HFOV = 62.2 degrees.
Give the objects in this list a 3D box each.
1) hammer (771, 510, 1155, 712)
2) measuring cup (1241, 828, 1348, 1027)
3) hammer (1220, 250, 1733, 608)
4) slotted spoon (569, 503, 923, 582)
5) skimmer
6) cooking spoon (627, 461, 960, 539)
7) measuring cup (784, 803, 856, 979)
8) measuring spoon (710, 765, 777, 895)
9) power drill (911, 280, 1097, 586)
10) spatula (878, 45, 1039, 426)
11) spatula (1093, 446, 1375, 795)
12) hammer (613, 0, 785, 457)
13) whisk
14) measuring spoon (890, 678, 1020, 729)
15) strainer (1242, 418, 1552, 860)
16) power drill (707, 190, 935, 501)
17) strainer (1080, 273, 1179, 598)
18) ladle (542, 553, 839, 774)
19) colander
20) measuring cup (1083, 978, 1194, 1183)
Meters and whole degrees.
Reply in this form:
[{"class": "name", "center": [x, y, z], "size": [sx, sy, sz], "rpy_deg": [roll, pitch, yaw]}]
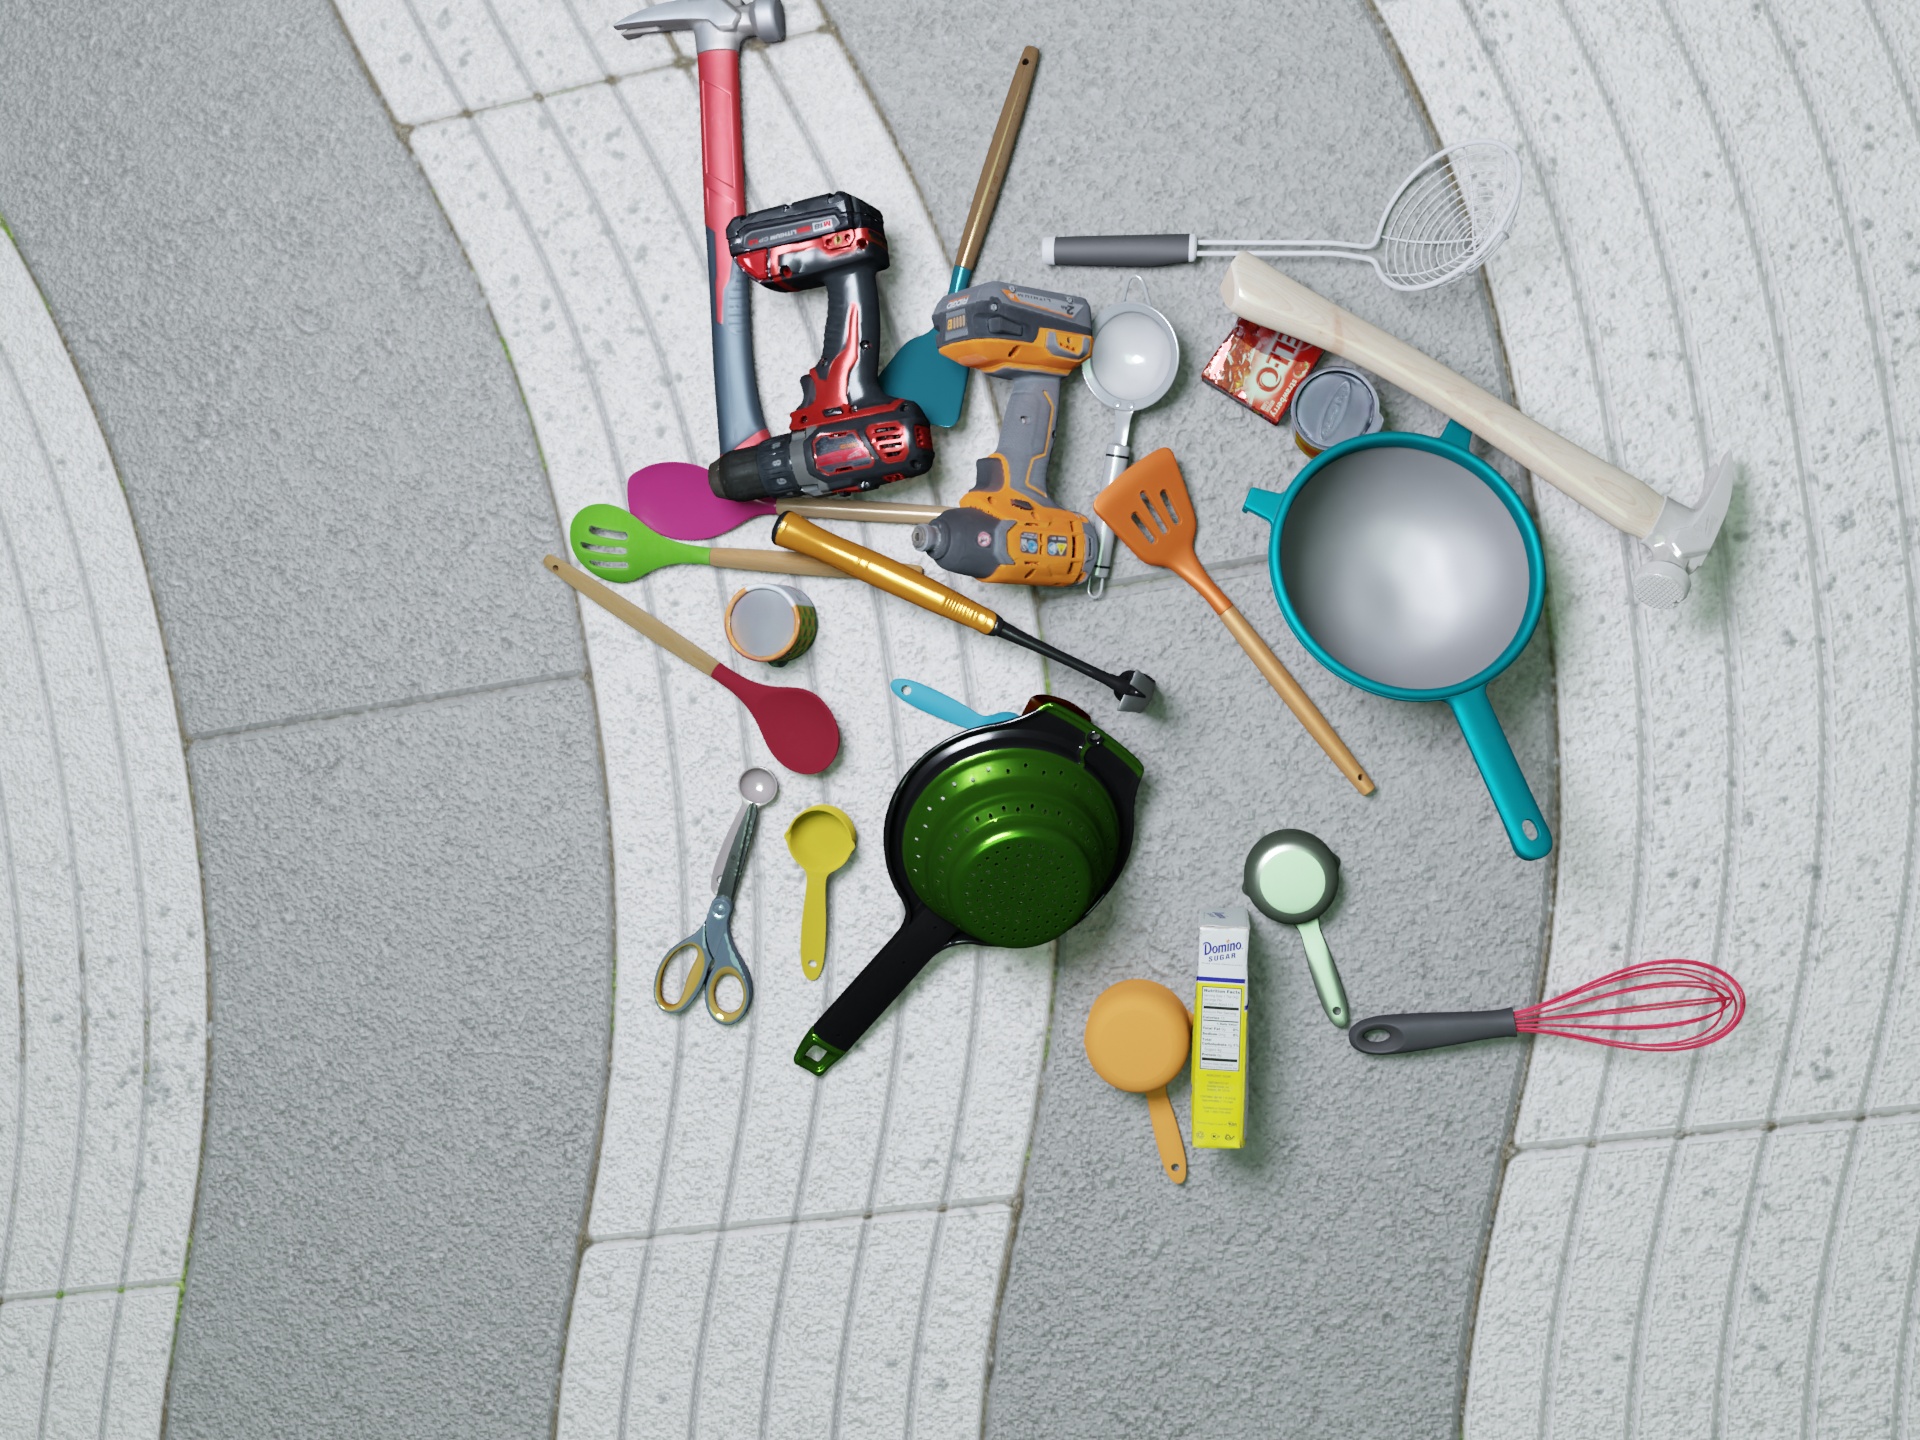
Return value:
[{"class": "hammer", "center": [-0.002, -0.089, 1.274], "size": [0.337, 0.127, 0.034], "rpy_deg": [25, 95, 9]}, {"class": "measuring cup", "center": [0.281, 0.170, 1.278], "size": [0.083, 0.038, 0.167], "rpy_deg": [-19, 87, 10]}, {"class": "hammer", "center": [0.385, -0.245, 1.199], "size": [0.410, 0.038, 0.146], "rpy_deg": [32, 64, 5]}, {"class": "slotted spoon", "center": [-0.186, -0.139, 1.350], "size": [0.314, 0.031, 0.070], "rpy_deg": [6, 115, 7]}, {"class": "skimmer", "center": [0.240, -0.388, 1.234], "size": [0.363, 0.090, 0.127], "rpy_deg": [3, 66, 12]}, {"class": "cooking spoon", "center": [-0.129, -0.180, 1.343], "size": [0.319, 0.017, 0.068], "rpy_deg": [5, 113, 9]}, {"class": "measuring cup", "center": [-0.120, 0.146, 1.360], "size": [0.062, 0.029, 0.156], "rpy_deg": [8, 106, 9]}, {"class": "measuring spoon", "center": [-0.189, 0.095, 1.373], "size": [0.034, 0.018, 0.124], "rpy_deg": [23, 103, 1]}, {"class": "power drill", "center": [0.031, -0.220, 1.247], "size": [0.084, 0.164, 0.226], "rpy_deg": [2, 93, 52]}, {"class": "spatula", "center": [0.009, -0.396, 1.297], "size": [0.082, 0.044, 0.317], "rpy_deg": [19, 95, 14]}, {"class": "spatula", "center": [0.230, -0.070, 1.275], "size": [0.081, 0.041, 0.322], "rpy_deg": [-38, 88, -7]}, {"class": "hammer", "center": [-0.212, -0.407, 1.338], "size": [0.143, 0.038, 0.386], "rpy_deg": [-2, 92, 11]}, {"class": "whisk", "center": [0.454, 0.233, 1.246], "size": [0.296, 0.073, 0.073], "rpy_deg": [-10, 91, 17]}, {"class": "measuring spoon", "center": [-0.002, -0.004, 1.328], "size": [0.128, 0.021, 0.042], "rpy_deg": [25, 96, 6]}, {"class": "strainer", "center": [0.352, -0.049, 1.209], "size": [0.211, 0.095, 0.340], "rpy_deg": [-20, 80, -10]}, {"class": "power drill", "center": [-0.127, -0.288, 1.274], "size": [0.188, 0.080, 0.226], "rpy_deg": [-9, 94, 17]}, {"class": "strainer", "center": [0.129, -0.226, 1.287], "size": [0.087, 0.050, 0.258], "rpy_deg": [15, 102, 28]}, {"class": "ladle", "center": [-0.232, -0.056, 1.364], "size": [0.315, 0.031, 0.069], "rpy_deg": [33, 106, 9]}, {"class": "colander", "center": [-0.007, 0.170, 1.274], "size": [0.204, 0.095, 0.397], "rpy_deg": [34, 109, -20]}, {"class": "measuring cup", "center": [0.156, 0.300, 1.299], "size": [0.095, 0.052, 0.173], "rpy_deg": [-15, 88, 10]}]
